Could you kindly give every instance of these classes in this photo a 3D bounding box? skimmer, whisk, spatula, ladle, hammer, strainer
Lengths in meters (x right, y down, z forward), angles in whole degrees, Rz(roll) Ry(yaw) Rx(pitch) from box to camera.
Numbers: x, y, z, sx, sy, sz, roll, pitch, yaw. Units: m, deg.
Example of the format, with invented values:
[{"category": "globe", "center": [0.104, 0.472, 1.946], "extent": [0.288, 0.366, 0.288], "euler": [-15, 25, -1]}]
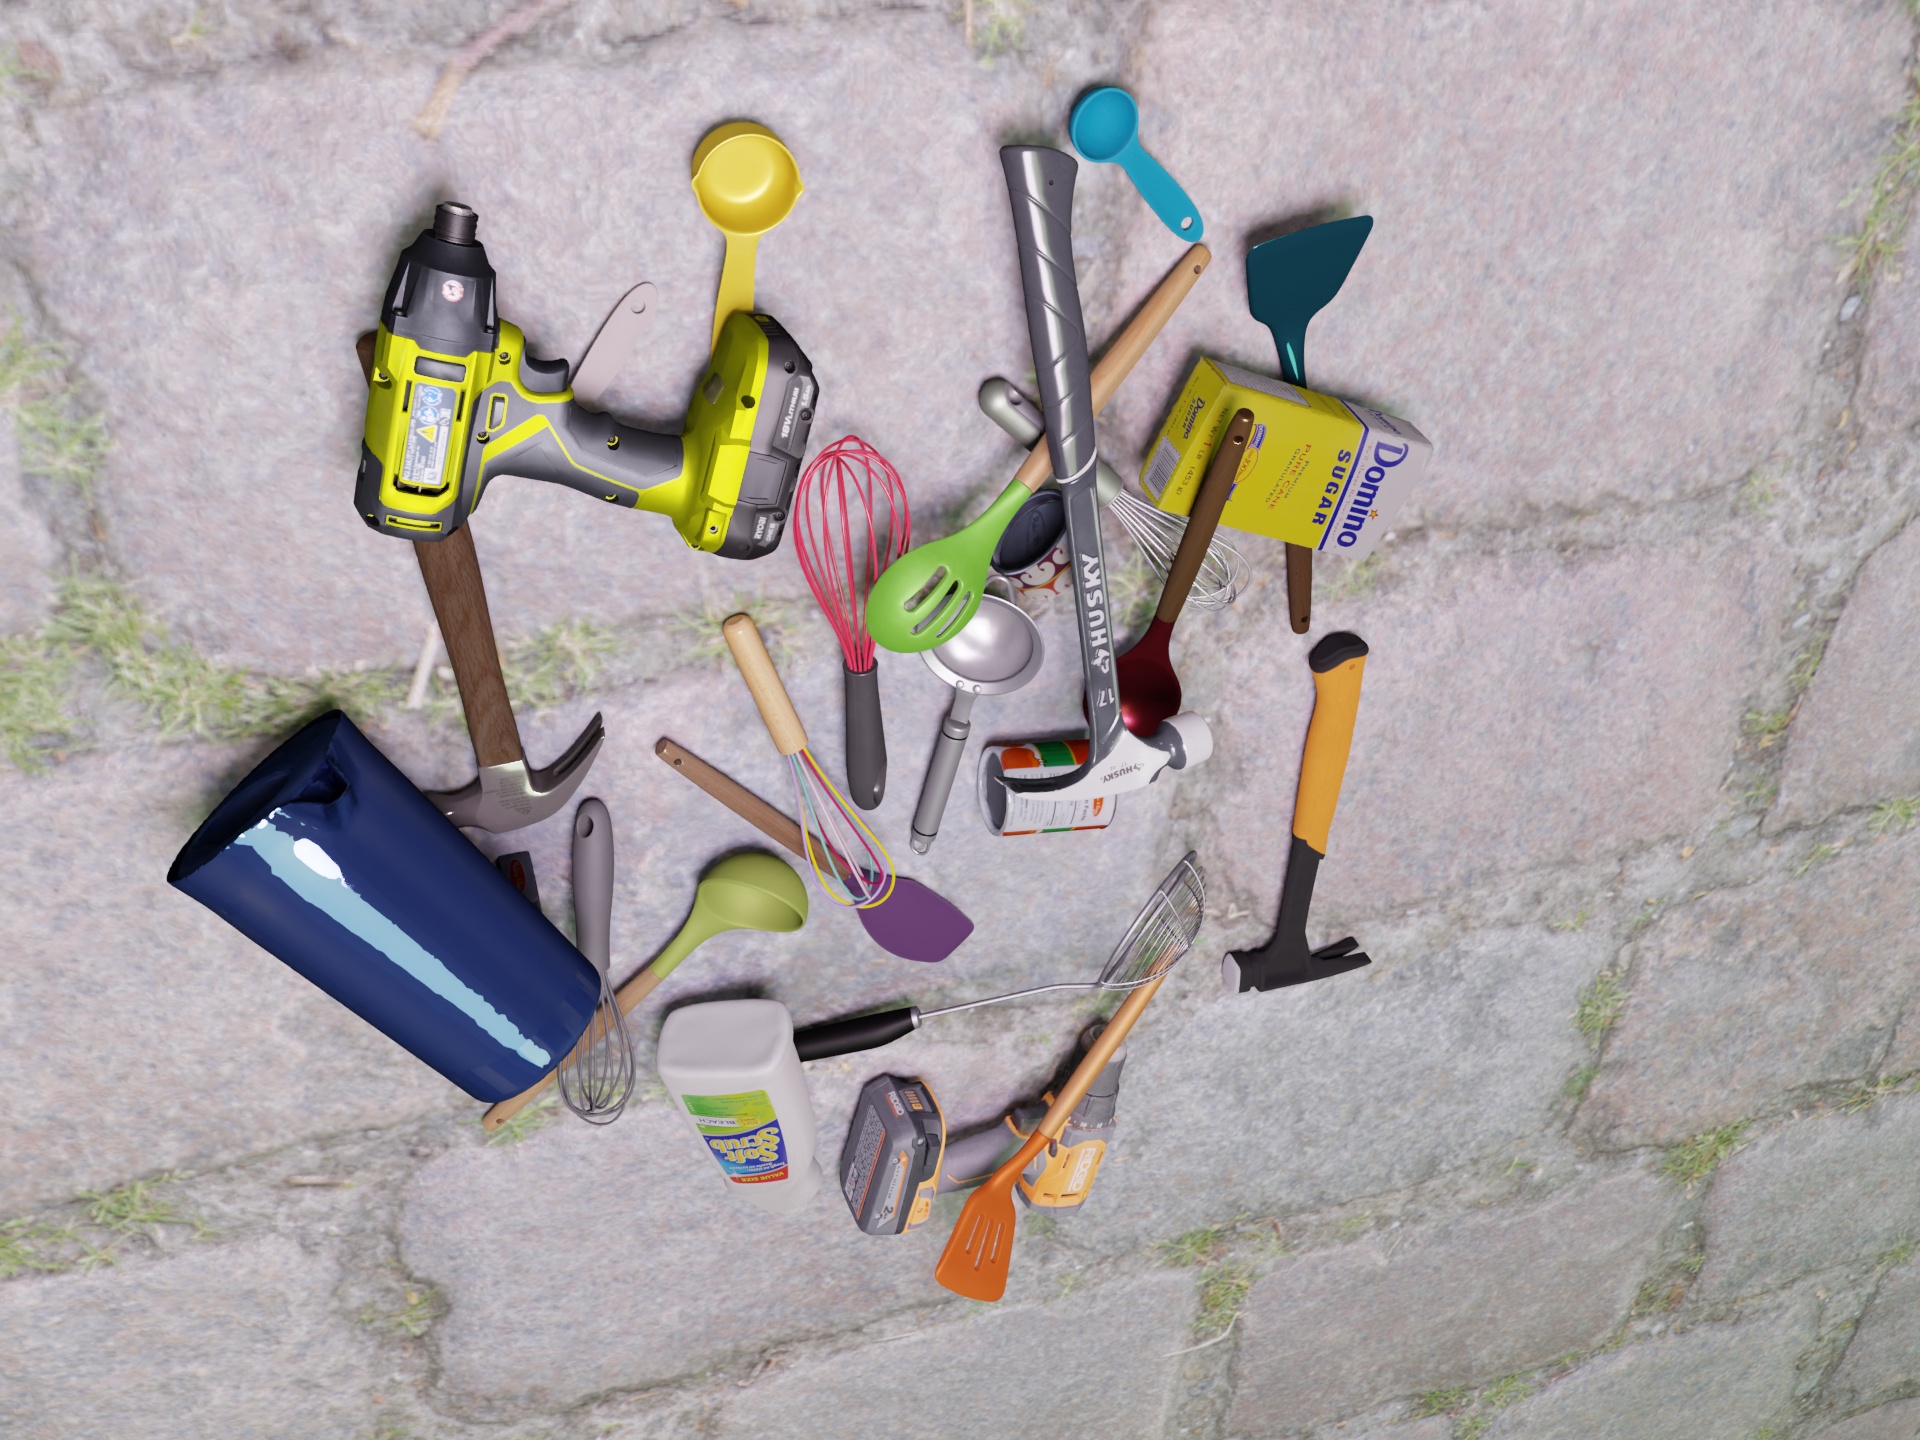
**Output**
[{"category": "skimmer", "center": [0.019, 0.187, 1.230], "extent": [0.363, 0.090, 0.127], "euler": [-14, 165, 2]}, {"category": "whisk", "center": [-0.249, 0.168, 1.087], "extent": [0.055, 0.055, 0.239], "euler": [-3, 107, -19]}, {"category": "spatula", "center": [0.227, -0.182, 1.057], "extent": [0.082, 0.044, 0.317], "euler": [-17, 128, -8]}, {"category": "spatula", "center": [-0.101, 0.099, 1.140], "extent": [0.060, 0.018, 0.315], "euler": [-44, 128, 8]}, {"category": "whisk", "center": [-0.065, -0.052, 1.026], "extent": [0.073, 0.073, 0.295], "euler": [-12, 132, -13]}, {"category": "ladle", "center": [0.140, -0.085, 1.039], "extent": [0.069, 0.031, 0.315], "euler": [9, 143, -4]}, {"category": "whisk", "center": [-0.101, 0.033, 1.073], "extent": [0.051, 0.047, 0.244], "euler": [-52, 131, -41]}, {"category": "hammer", "center": [0.067, -0.134, 0.956], "extent": [0.149, 0.036, 0.408], "euler": [-20, 117, -21]}, {"category": "whisk", "center": [0.103, -0.144, 1.035], "extent": [0.246, 0.058, 0.059], "euler": [34, 136, -31]}, {"category": "strainer", "center": [-0.002, -0.003, 1.095], "extent": [0.087, 0.050, 0.258], "euler": [17, 125, 0]}, {"category": "ladle", "center": [-0.234, 0.204, 1.140], "extent": [0.320, 0.062, 0.078], "euler": [-42, 125, 13]}, {"category": "hammer", "center": [-0.294, -0.071, 0.942], "extent": [0.130, 0.031, 0.331], "euler": [-12, 126, -13]}, {"category": "spatula", "center": [0.086, 0.315, 1.269], "extent": [0.081, 0.041, 0.322], "euler": [35, 90, -37]}, {"category": "hammer", "center": [0.288, 0.079, 1.265], "extent": [0.127, 0.034, 0.336], "euler": [-9, 125, -14]}]

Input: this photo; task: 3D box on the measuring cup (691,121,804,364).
[{"category": "measuring cup", "center": [-0.127, -0.258, 0.888], "extent": [0.062, 0.029, 0.156], "euler": [-5, 136, -21]}]

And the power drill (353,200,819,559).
[{"category": "power drill", "center": [-0.198, -0.173, 0.856], "extent": [0.223, 0.080, 0.171], "euler": [6, 117, -27]}]

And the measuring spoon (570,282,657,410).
[{"category": "measuring spoon", "center": [-0.210, -0.196, 0.902], "extent": [0.034, 0.018, 0.124], "euler": [30, 102, -34]}]

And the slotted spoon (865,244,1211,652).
[{"category": "slotted spoon", "center": [0.053, -0.165, 0.972], "extent": [0.070, 0.031, 0.314], "euler": [38, 89, -37]}]

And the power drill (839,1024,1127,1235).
[{"category": "power drill", "center": [0.029, 0.336, 1.317], "extent": [0.226, 0.084, 0.185], "euler": [3, 118, -27]}]

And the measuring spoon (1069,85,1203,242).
[{"category": "measuring spoon", "center": [0.104, -0.324, 0.934], "extent": [0.042, 0.021, 0.128], "euler": [-46, 135, 12]}]
